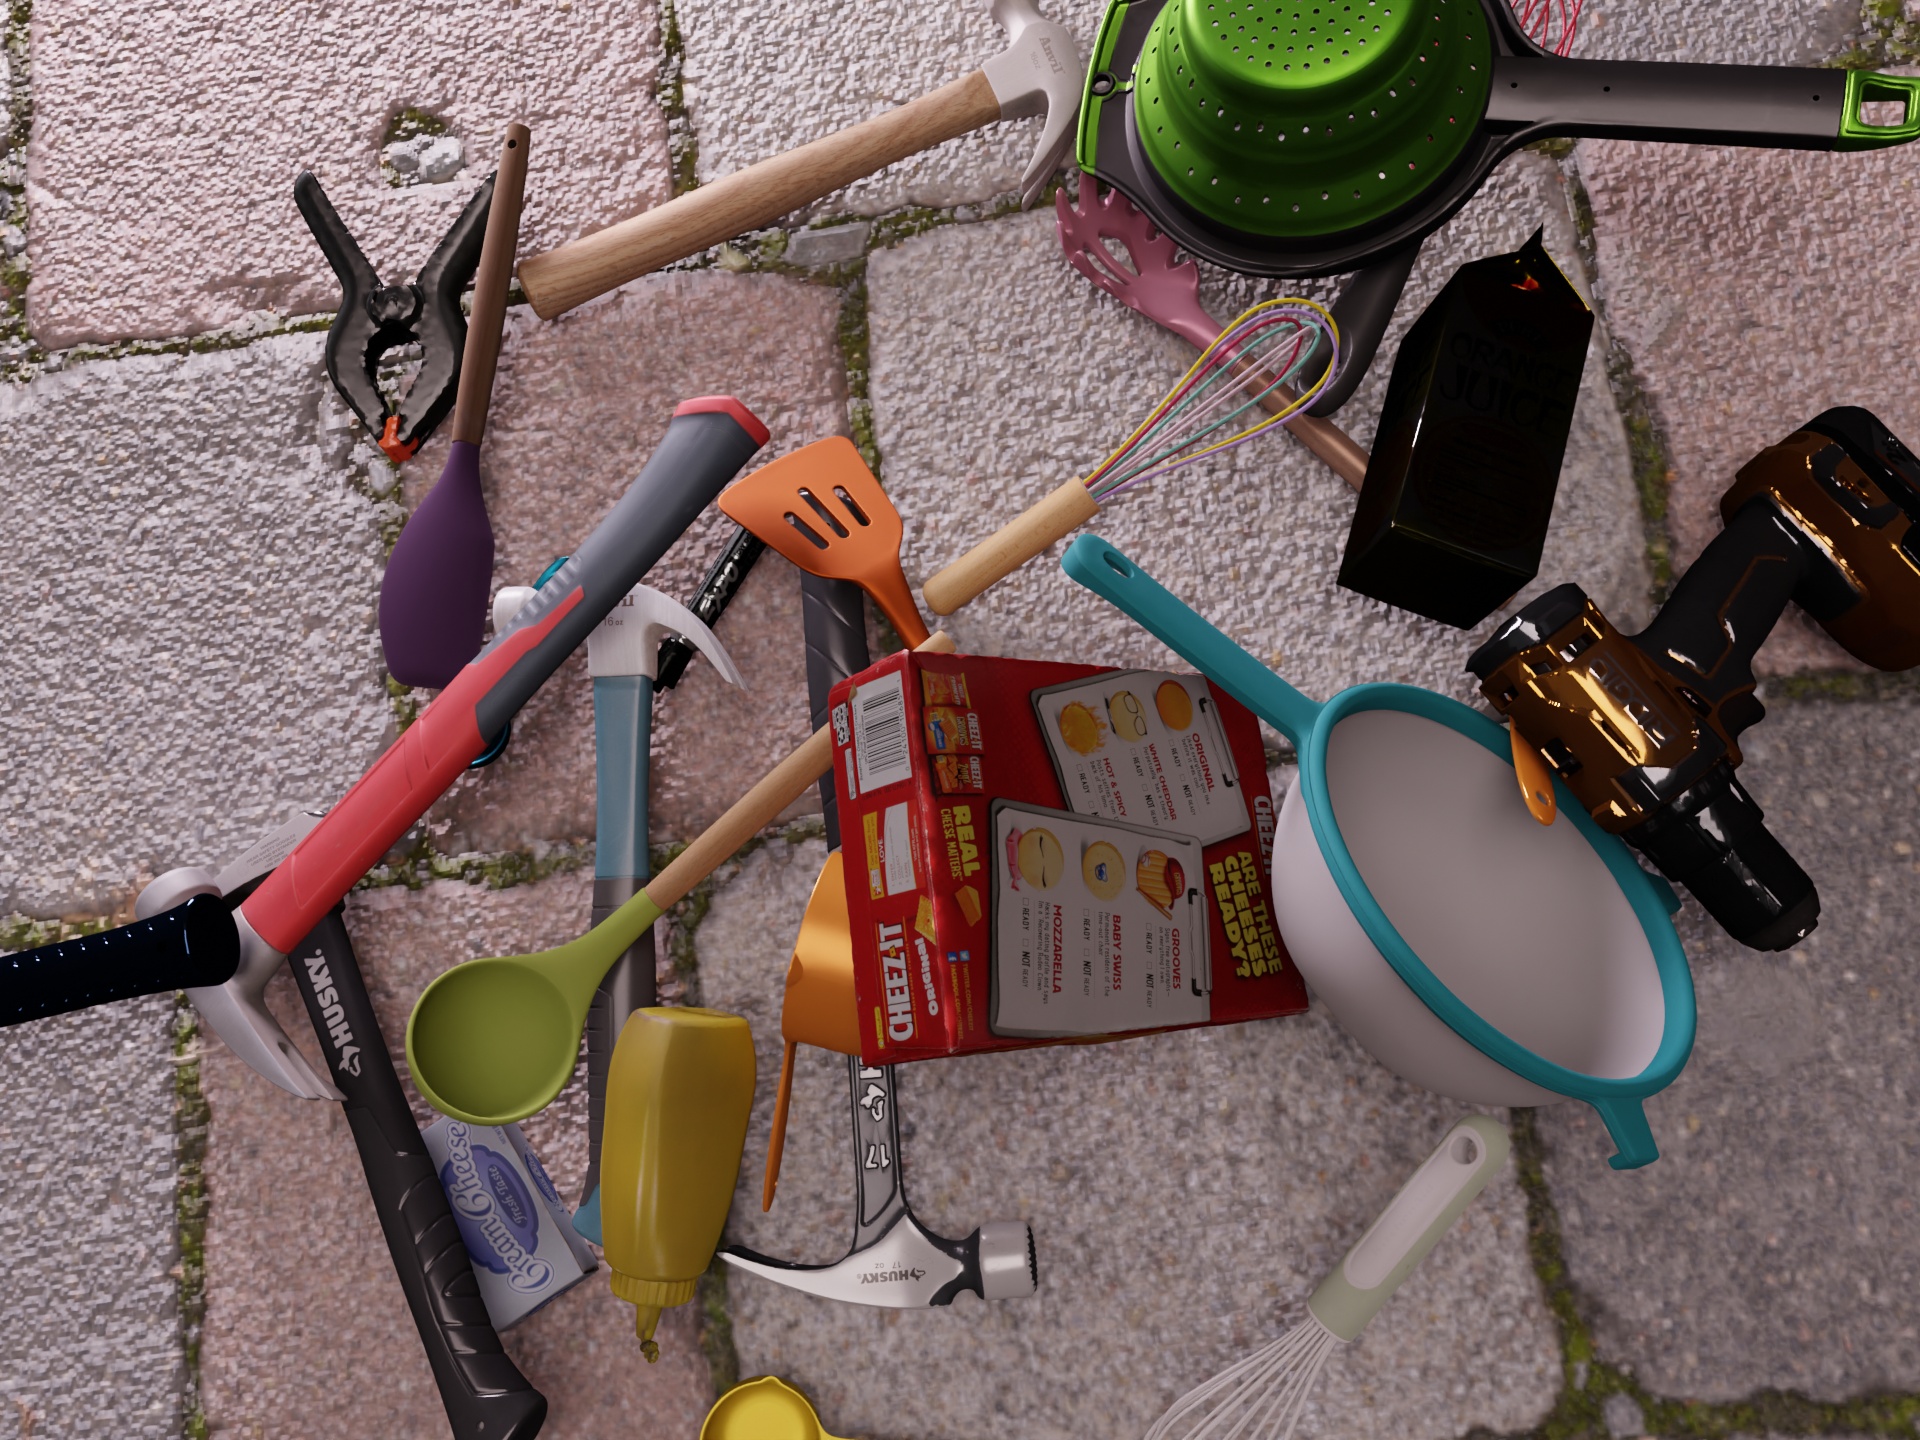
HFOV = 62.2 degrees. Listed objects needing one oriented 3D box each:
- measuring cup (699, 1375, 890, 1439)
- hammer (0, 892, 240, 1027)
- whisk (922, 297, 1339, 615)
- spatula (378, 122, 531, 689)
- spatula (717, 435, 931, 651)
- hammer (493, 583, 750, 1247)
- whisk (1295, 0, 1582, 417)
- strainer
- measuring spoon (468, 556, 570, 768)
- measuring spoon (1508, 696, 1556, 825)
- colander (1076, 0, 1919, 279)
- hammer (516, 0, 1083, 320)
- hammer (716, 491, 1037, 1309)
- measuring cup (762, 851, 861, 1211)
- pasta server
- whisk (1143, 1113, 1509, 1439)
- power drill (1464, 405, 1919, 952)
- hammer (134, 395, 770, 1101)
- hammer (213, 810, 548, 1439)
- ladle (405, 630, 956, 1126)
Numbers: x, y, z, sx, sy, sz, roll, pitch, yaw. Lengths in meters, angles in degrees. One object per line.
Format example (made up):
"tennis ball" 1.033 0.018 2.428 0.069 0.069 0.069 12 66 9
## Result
"measuring cup" -0.044 0.343 0.745 0.156 0.029 0.062 9 79 -5
"hammer" -0.529 0.153 0.780 0.405 0.035 0.144 -14 78 16
"whisk" 0.081 -0.131 0.801 0.245 0.047 0.051 -34 45 13
"spatula" -0.264 -0.172 0.855 0.060 0.018 0.316 7 82 5
"spatula" -0.001 -0.003 0.791 0.081 0.041 0.322 -32 88 -23
"hammer" -0.169 0.093 0.790 0.128 0.033 0.331 -3 82 8
"whisk" 0.244 -0.282 0.822 0.073 0.073 0.296 26 80 10
"strainer" 0.164 0.052 0.712 0.340 0.095 0.211 39 39 2
"measuring spoon" -0.236 -0.029 0.846 0.042 0.021 0.129 20 71 15
"measuring spoon" 0.272 0.006 0.755 0.021 0.011 0.117 28 41 -14
"colander" 0.245 -0.316 0.750 0.397 0.094 0.204 9 81 16
"hammer" -0.087 -0.299 0.880 0.331 0.031 0.130 -24 76 0
"hammer" -0.056 0.080 0.794 0.149 0.036 0.409 -7 77 5
"measuring cup" -0.052 0.149 0.728 0.052 0.095 0.173 12 97 5
"pasta server" 0.167 -0.171 0.825 0.060 0.040 0.316 -42 78 -16
"whisk" 0.155 0.267 0.693 0.246 0.059 0.058 -54 47 11
"power drill" 0.373 -0.020 0.733 0.226 0.084 0.185 -34 77 -14
"hammer" -0.223 0.001 0.767 0.143 0.038 0.386 42 88 19
"hammer" -0.282 0.200 0.765 0.146 0.035 0.335 -30 68 0
"ladle" -0.124 0.067 0.742 0.320 0.062 0.078 -41 92 -1
